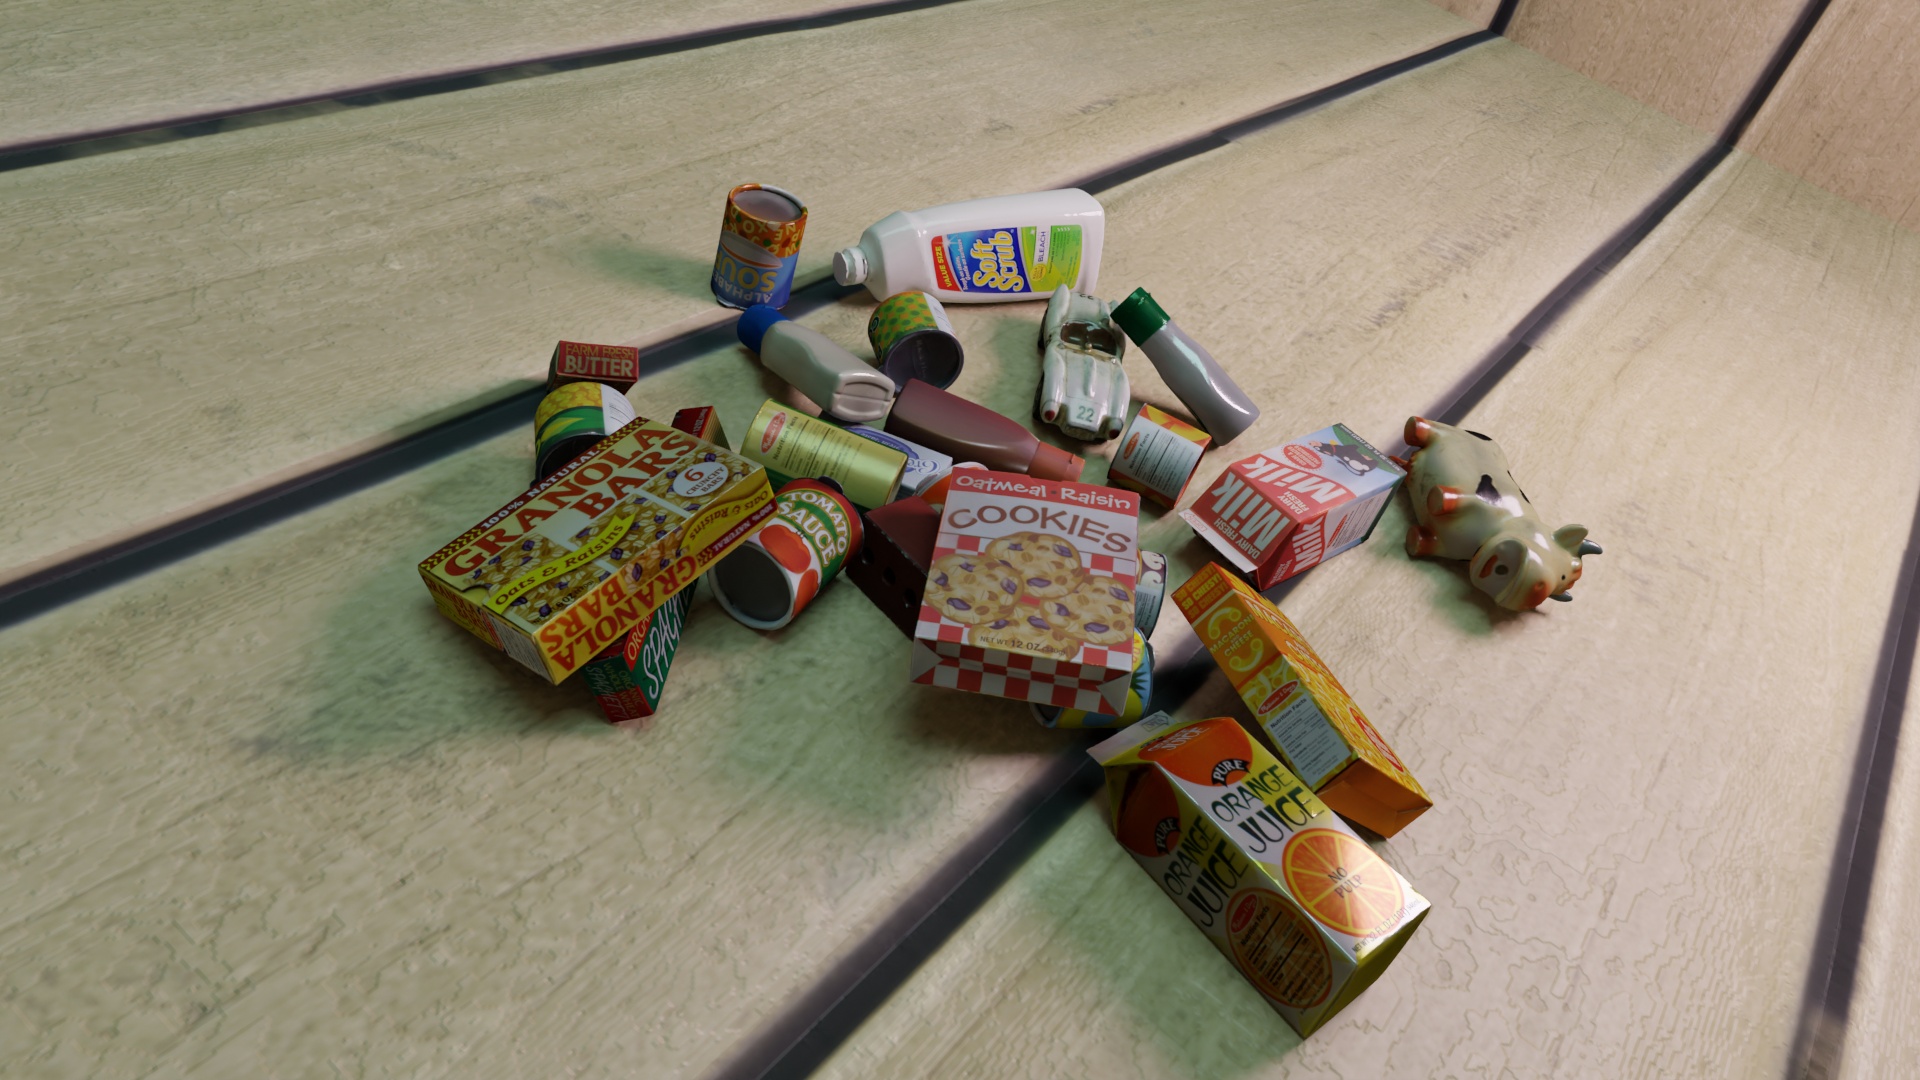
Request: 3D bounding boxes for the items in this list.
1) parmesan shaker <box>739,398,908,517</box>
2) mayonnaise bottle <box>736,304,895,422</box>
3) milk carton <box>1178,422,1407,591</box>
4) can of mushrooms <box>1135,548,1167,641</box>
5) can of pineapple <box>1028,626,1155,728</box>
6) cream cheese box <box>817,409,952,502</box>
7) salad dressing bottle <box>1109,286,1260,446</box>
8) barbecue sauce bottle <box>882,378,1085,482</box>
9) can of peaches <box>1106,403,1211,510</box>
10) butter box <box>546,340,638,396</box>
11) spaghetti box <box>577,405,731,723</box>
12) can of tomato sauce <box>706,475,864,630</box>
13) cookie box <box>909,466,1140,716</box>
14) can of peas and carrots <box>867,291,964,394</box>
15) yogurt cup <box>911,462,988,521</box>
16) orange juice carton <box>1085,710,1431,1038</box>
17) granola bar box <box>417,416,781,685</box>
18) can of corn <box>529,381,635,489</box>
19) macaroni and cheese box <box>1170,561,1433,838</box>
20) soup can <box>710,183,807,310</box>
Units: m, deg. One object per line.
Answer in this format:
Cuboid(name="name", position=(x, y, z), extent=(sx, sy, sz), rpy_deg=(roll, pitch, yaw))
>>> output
Cuboid(name="parmesan shaker", position=(-0.095, -0.045, 0.946), extent=(0.103, 0.071, 0.072), rpy_deg=(22, 38, 2))
Cuboid(name="mayonnaise bottle", position=(-0.115, -0.136, 1.045), extent=(0.065, 0.041, 0.148), rpy_deg=(4, 24, -45))
Cuboid(name="milk carton", position=(0.250, -0.023, 1.062), extent=(0.191, 0.073, 0.072), rpy_deg=(-21, 53, -40))
Cuboid(name="can of mushrooms", position=(0.113, 0.036, 0.936), extent=(0.033, 0.070, 0.071), rpy_deg=(14, 38, -6))
Cuboid(name="can of pineapple", position=(0.079, 0.082, 0.860), extent=(0.058, 0.070, 0.071), rpy_deg=(2, 41, -20))
Cuboid(name="cream cheese box", position=(-0.062, -0.056, 1.005), extent=(0.104, 0.024, 0.054), rpy_deg=(21, 39, 2))
Cuboid(name="salad dressing bottle", position=(0.187, -0.147, 1.166), extent=(0.147, 0.044, 0.064), rpy_deg=(48, 23, -1))
Cuboid(name="barbecue sauce bottle", position=(0.019, -0.072, 1.045), extent=(0.148, 0.043, 0.065), rpy_deg=(22, 37, 2))
Cuboid(name="can of peaches", position=(0.155, -0.065, 1.078), extent=(0.058, 0.070, 0.071), rpy_deg=(28, 38, 11))
Cuboid(name="butter box", position=(-0.251, -0.115, 0.946), extent=(0.053, 0.024, 0.103), rpy_deg=(4, -3, -20))
Cuboid(name="spaghetti box", position=(-0.181, 0.006, 0.853), extent=(0.028, 0.050, 0.251), rpy_deg=(-9, 37, 11))
Cuboid(name="can of tomato sauce", position=(-0.108, 0.007, 0.871), extent=(0.071, 0.070, 0.083), rpy_deg=(29, 39, 11))
Cuboid(name="cookie box", position=(0.043, 0.024, 0.838), extent=(0.123, 0.040, 0.168), rpy_deg=(9, 39, 2))
Cuboid(name="can of peas and carrots", position=(-0.039, -0.155, 1.105), extent=(0.071, 0.070, 0.059), rpy_deg=(2, 41, -22))
Cuboid(name="yogurt cup", position=(0.003, -0.012, 0.949), extent=(0.072, 0.072, 0.054), rpy_deg=(-14, 57, -36))
Cuboid(name="orange juice carton", position=(0.158, 0.171, 0.783), extent=(0.072, 0.072, 0.193), rpy_deg=(-20, 52, -38))
Cuboid(name="granola bar box", position=(-0.206, -0.002, 0.795), extent=(0.124, 0.039, 0.166), rpy_deg=(21, 49, 38))
Cuboid(name="can of corn", position=(-0.243, -0.059, 0.898), extent=(0.071, 0.070, 0.058), rpy_deg=(3, 40, -21))
Cuboid(name="macaroni and cheese box", position=(0.215, 0.099, 0.876), extent=(0.123, 0.040, 0.167), rpy_deg=(31, 22, -47))
Cuboid(name="soup can", position=(-0.166, -0.238, 1.134), extent=(0.071, 0.083, 0.072), rpy_deg=(12, 39, -10))
